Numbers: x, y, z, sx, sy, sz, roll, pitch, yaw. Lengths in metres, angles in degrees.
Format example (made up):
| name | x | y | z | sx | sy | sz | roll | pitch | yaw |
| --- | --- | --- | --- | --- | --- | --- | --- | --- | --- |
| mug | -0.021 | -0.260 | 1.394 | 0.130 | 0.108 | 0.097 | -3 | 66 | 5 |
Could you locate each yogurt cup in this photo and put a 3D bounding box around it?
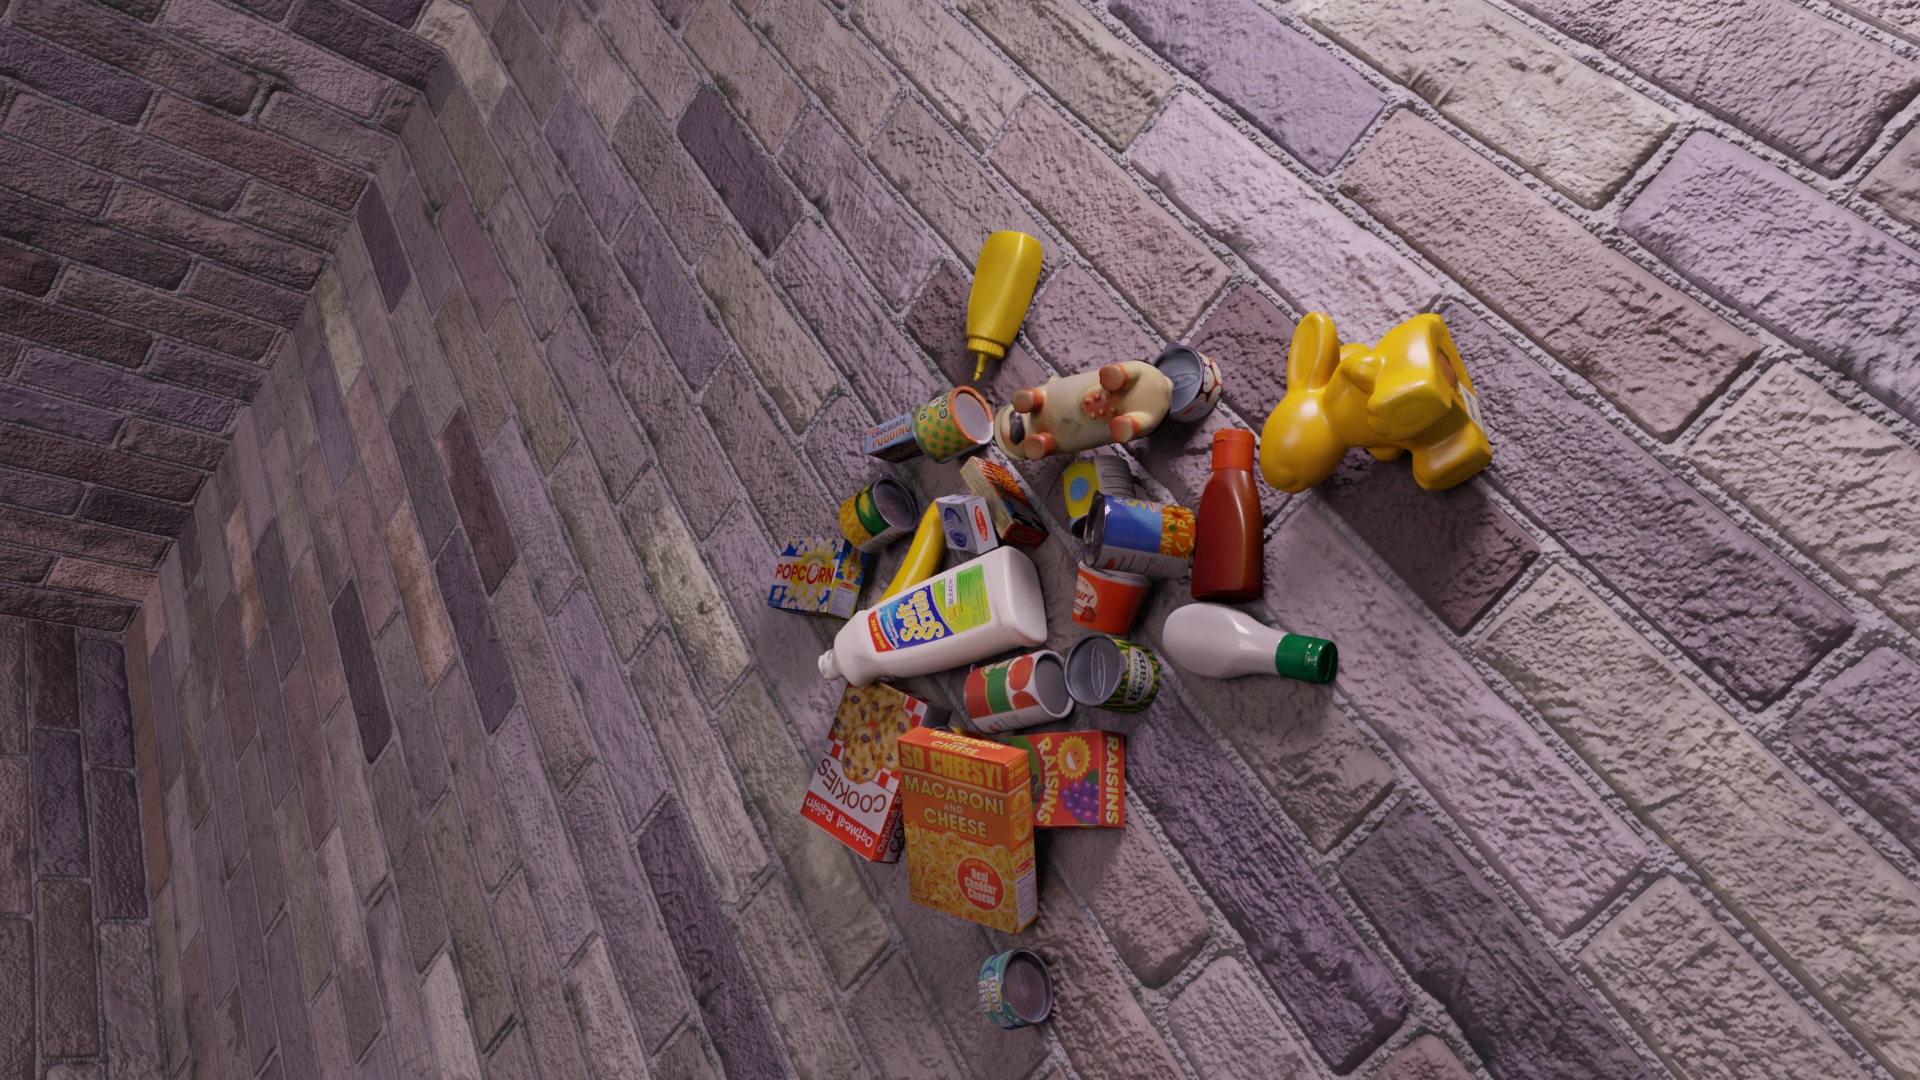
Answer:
| name | x | y | z | sx | sy | sz | roll | pitch | yaw |
| --- | --- | --- | --- | --- | --- | --- | --- | --- | --- |
| yogurt cup | 0.134 | 0.053 | 1.258 | 0.072 | 0.072 | 0.054 | 22 | 101 | 45 |

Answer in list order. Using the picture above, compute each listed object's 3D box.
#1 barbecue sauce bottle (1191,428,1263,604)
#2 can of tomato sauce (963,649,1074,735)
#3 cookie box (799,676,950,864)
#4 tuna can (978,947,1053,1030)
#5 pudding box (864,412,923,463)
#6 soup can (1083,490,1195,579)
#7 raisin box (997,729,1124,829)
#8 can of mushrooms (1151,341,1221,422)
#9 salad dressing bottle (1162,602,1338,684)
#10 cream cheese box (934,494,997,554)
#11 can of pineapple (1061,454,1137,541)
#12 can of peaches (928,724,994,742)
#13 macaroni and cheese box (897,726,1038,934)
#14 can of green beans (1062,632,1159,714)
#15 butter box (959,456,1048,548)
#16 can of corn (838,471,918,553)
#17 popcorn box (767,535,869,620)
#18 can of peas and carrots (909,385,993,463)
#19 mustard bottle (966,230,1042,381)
| name | x | y | z | sx | sy | sz | roll | pitch | yaw |
| --- | --- | --- | --- | --- | --- | --- | --- | --- | --- |
| barbecue sauce bottle | 0.233 | -0.021 | 1.200 | 0.064 | 0.044 | 0.149 | -12 | 68 | 51 |
| can of tomato sauce | 0.055 | 0.141 | 1.301 | 0.083 | 0.071 | 0.071 | -19 | 64 | 38 |
| cookie box | -0.089 | 0.230 | 1.429 | 0.123 | 0.040 | 0.167 | 20 | 90 | 45 |
| tuna can | 0.047 | 0.396 | 1.223 | 0.032 | 0.071 | 0.071 | -29 | 59 | 36 |
| pudding box | -0.059 | -0.112 | 1.504 | 0.083 | 0.049 | 0.030 | -16 | 68 | 40 |
| soup can | 0.157 | -0.006 | 1.223 | 0.071 | 0.084 | 0.071 | -169 | 88 | -81 |
| raisin box | 0.090 | 0.219 | 1.262 | 0.123 | 0.040 | 0.086 | -12 | 69 | 42 |
| can of mushrooms | 0.204 | -0.145 | 1.275 | 0.071 | 0.033 | 0.071 | -16 | 67 | 41 |
| salad dressing bottle | 0.240 | 0.089 | 1.158 | 0.147 | 0.044 | 0.064 | 10 | 90 | 43 |
| cream cheese box | 0.005 | -0.017 | 1.385 | 0.104 | 0.024 | 0.053 | -170 | 63 | -73 |
| can of pineapple | 0.129 | -0.039 | 1.289 | 0.070 | 0.071 | 0.058 | -28 | 59 | 35 |
| can of peaches | -0.002 | 0.216 | 1.338 | 0.071 | 0.058 | 0.071 | -15 | 67 | 39 |
| macaroni and cheese box | 0.006 | 0.262 | 1.268 | 0.123 | 0.040 | 0.166 | 7 | 108 | 35 |
| can of green beans | 0.135 | 0.119 | 1.238 | 0.071 | 0.058 | 0.071 | -16 | 67 | 40 |
| butter box | 0.042 | -0.039 | 1.381 | 0.024 | 0.053 | 0.104 | -50 | 48 | 22 |
| can of corn | -0.089 | -0.030 | 1.494 | 0.058 | 0.071 | 0.071 | -31 | 57 | 34 |
| popcorn box | -0.159 | 0.041 | 1.546 | 0.126 | 0.038 | 0.085 | 2 | 74 | 51 |
| can of peas and carrots | -0.009 | -0.122 | 1.445 | 0.058 | 0.071 | 0.071 | -23 | 62 | 36 |
| mustard bottle | 0.038 | -0.242 | 1.454 | 0.065 | 0.049 | 0.160 | 15 | 88 | 45 |
